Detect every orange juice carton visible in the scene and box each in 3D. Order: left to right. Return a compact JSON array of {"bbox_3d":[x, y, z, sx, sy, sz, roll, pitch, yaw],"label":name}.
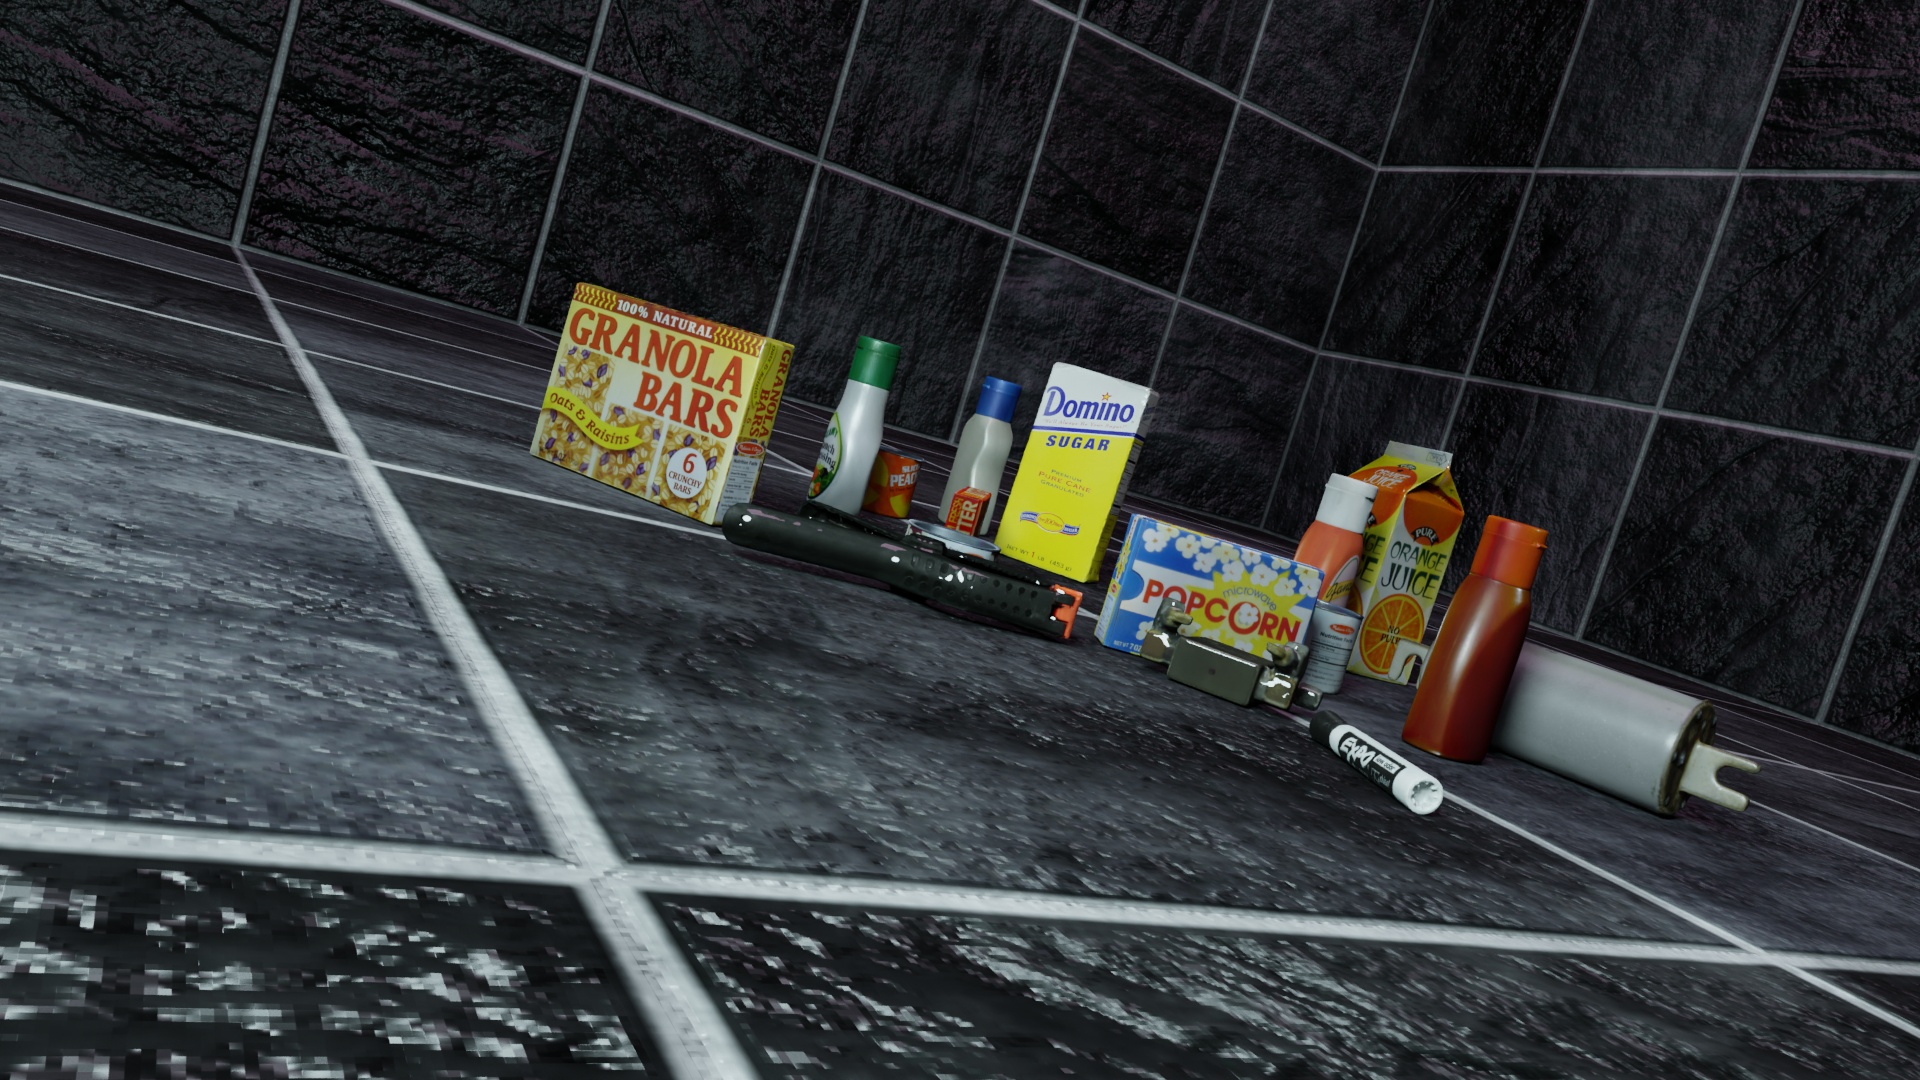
[{"bbox_3d":[0.350,0.014,1.149,0.073,0.192,0.072,14,6,-29],"label":"orange juice carton"}]

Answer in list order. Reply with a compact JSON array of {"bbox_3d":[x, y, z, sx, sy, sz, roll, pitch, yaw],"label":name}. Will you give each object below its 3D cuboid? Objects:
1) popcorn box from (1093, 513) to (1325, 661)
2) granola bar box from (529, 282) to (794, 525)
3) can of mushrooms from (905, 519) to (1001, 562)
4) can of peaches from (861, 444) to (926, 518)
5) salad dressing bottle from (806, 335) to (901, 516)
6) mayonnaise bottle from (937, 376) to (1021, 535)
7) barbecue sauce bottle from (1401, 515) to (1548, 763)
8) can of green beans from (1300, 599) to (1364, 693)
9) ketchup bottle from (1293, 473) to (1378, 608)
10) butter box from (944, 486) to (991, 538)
[{"bbox_3d":[0.159,0.041,0.887,0.127,0.085,0.038,16,5,-8],"label":"popcorn box"},{"bbox_3d":[-0.199,-0.091,0.919,0.166,0.124,0.039,20,6,27],"label":"granola bar box"},{"bbox_3d":[-0.008,0.011,0.948,0.071,0.033,0.071,17,6,-2],"label":"can of mushrooms"},{"bbox_3d":[-0.071,-0.055,1.265,0.071,0.058,0.071,17,6,-2],"label":"can of peaches"},{"bbox_3d":[-0.086,-0.094,1.150,0.044,0.147,0.064,15,6,-24],"label":"salad dressing bottle"},{"bbox_3d":[0.021,-0.082,1.337,0.041,0.148,0.065,14,6,-29],"label":"mayonnaise bottle"},{"bbox_3d":[0.318,0.060,0.849,0.065,0.148,0.044,12,7,-43],"label":"barbecue sauce bottle"},{"bbox_3d":[0.244,0.071,0.983,0.071,0.057,0.071,17,6,-2],"label":"can of green beans"},{"bbox_3d":[0.273,0.025,1.045,0.043,0.148,0.065,21,7,39],"label":"ketchup bottle"},{"bbox_3d":[0.004,-0.014,1.117,0.024,0.053,0.103,17,6,4],"label":"butter box"}]
